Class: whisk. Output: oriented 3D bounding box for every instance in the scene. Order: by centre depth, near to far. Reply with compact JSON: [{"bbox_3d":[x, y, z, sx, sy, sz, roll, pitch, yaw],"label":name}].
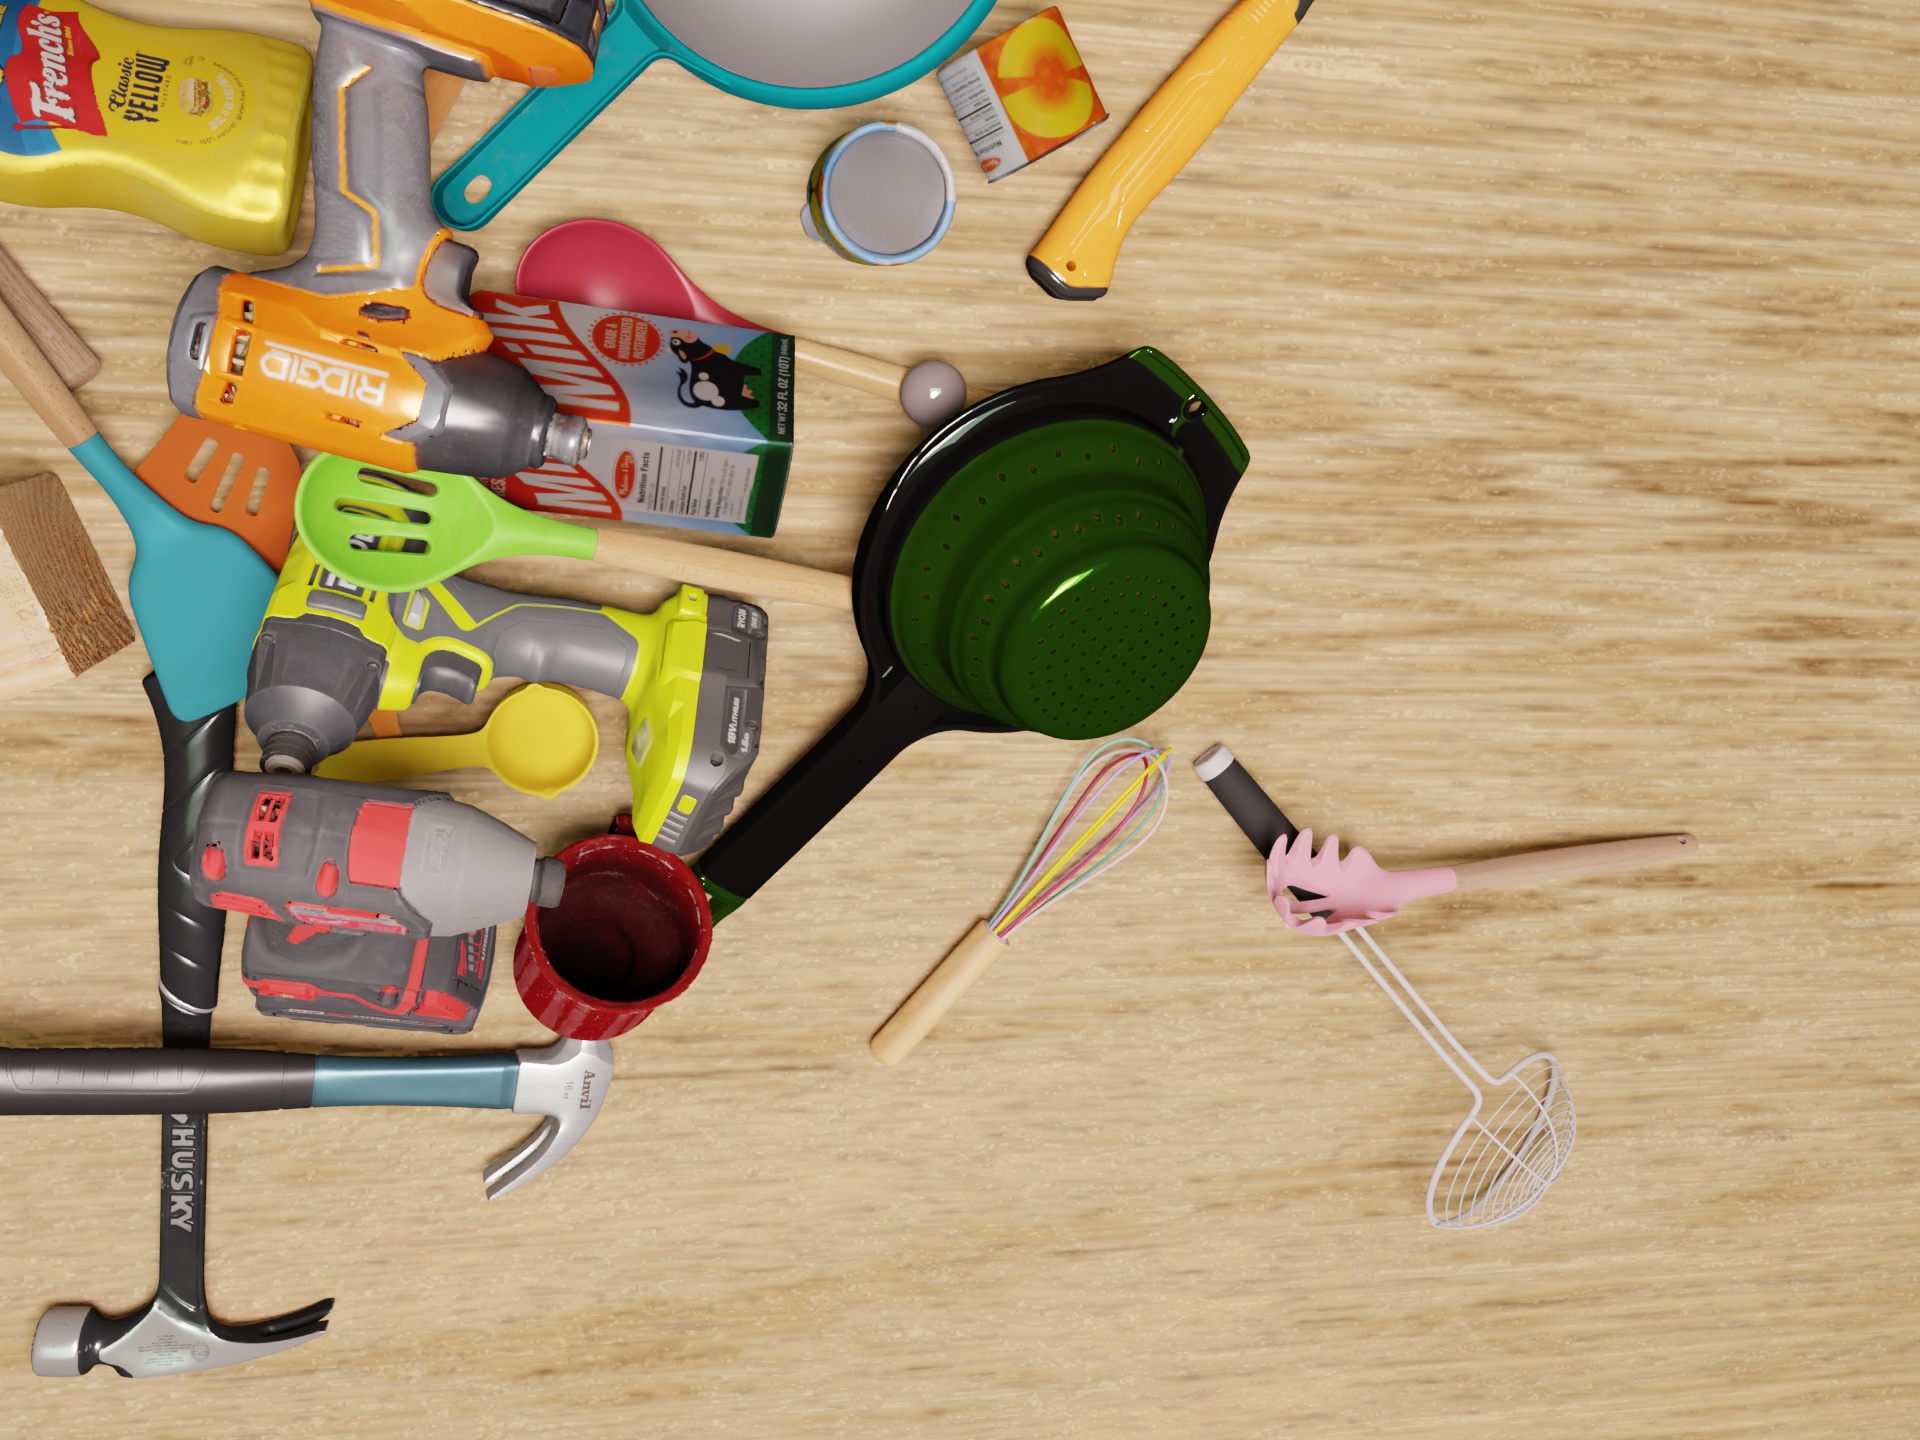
[{"bbox_3d":[0.033,0.103,0.893,0.051,0.047,0.245,39,98,-19],"label":"whisk"}]

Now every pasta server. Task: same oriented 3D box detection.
[{"bbox_3d":[0.307,0.084,0.917,0.316,0.060,0.040,-5,145,-22],"label":"pasta server"}]

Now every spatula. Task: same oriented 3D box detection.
[{"bbox_3d":[-0.407,-0.145,0.706,0.082,0.044,0.317,-30,121,-4],"label":"spatula"},{"bbox_3d":[-0.283,-0.212,0.733,0.081,0.041,0.322,30,101,-18],"label":"spatula"}]

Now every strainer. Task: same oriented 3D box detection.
[{"bbox_3d":[-0.119,-0.341,0.698,0.340,0.095,0.211,-41,100,8],"label":"strainer"}]

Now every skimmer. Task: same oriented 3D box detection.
[{"bbox_3d":[0.246,0.159,0.955,0.127,0.090,0.363,-42,99,-15],"label":"skimmer"}]

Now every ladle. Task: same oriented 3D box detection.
[{"bbox_3d":[-0.064,-0.181,0.803,0.315,0.031,0.069,14,111,-16],"label":"ladle"}]

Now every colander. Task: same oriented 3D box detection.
[{"bbox_3d":[-0.001,-0.003,0.803,0.397,0.095,0.204,-44,132,12],"label":"colander"}]

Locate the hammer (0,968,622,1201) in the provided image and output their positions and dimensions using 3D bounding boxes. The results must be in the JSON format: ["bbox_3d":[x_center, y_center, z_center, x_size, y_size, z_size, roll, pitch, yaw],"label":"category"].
[{"bbox_3d":[-0.346,0.183,0.815,0.330,0.033,0.128,6,100,-23],"label":"hammer"}]

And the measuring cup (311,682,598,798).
[{"bbox_3d":[-0.265,0.013,0.816,0.156,0.029,0.062,-6,106,-9],"label":"measuring cup"}]

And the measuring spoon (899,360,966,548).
[{"bbox_3d":[-0.009,-0.123,0.821,0.034,0.018,0.124,-8,120,-6],"label":"measuring spoon"}]

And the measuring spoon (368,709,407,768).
[{"bbox_3d":[-0.303,-0.029,0.809,0.021,0.011,0.117,-19,105,-17],"label":"measuring spoon"}]

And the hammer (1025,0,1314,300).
[{"bbox_3d":[0.144,-0.353,0.790,0.127,0.034,0.337,38,96,-19],"label":"hammer"}]

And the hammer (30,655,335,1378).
[{"bbox_3d":[-0.398,0.162,0.830,0.149,0.036,0.409,5,104,-14],"label":"hammer"}]

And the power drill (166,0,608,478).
[{"bbox_3d":[-0.214,-0.214,0.651,0.164,0.084,0.226,15,95,-10],"label":"power drill"}]

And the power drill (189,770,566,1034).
[{"bbox_3d":[-0.260,0.084,0.722,0.143,0.219,0.079,9,68,-16],"label":"power drill"}]

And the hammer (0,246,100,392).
[{"bbox_3d":[-0.502,-0.283,0.686,0.130,0.031,0.331,-33,109,-1],"label":"hammer"}]

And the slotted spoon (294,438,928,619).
[{"bbox_3d":[-0.150,-0.077,0.756,0.313,0.031,0.070,8,94,-28],"label":"slotted spoon"}]

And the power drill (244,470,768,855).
[{"bbox_3d":[-0.211,-0.019,0.749,0.223,0.171,0.080,16,134,-19],"label":"power drill"}]
